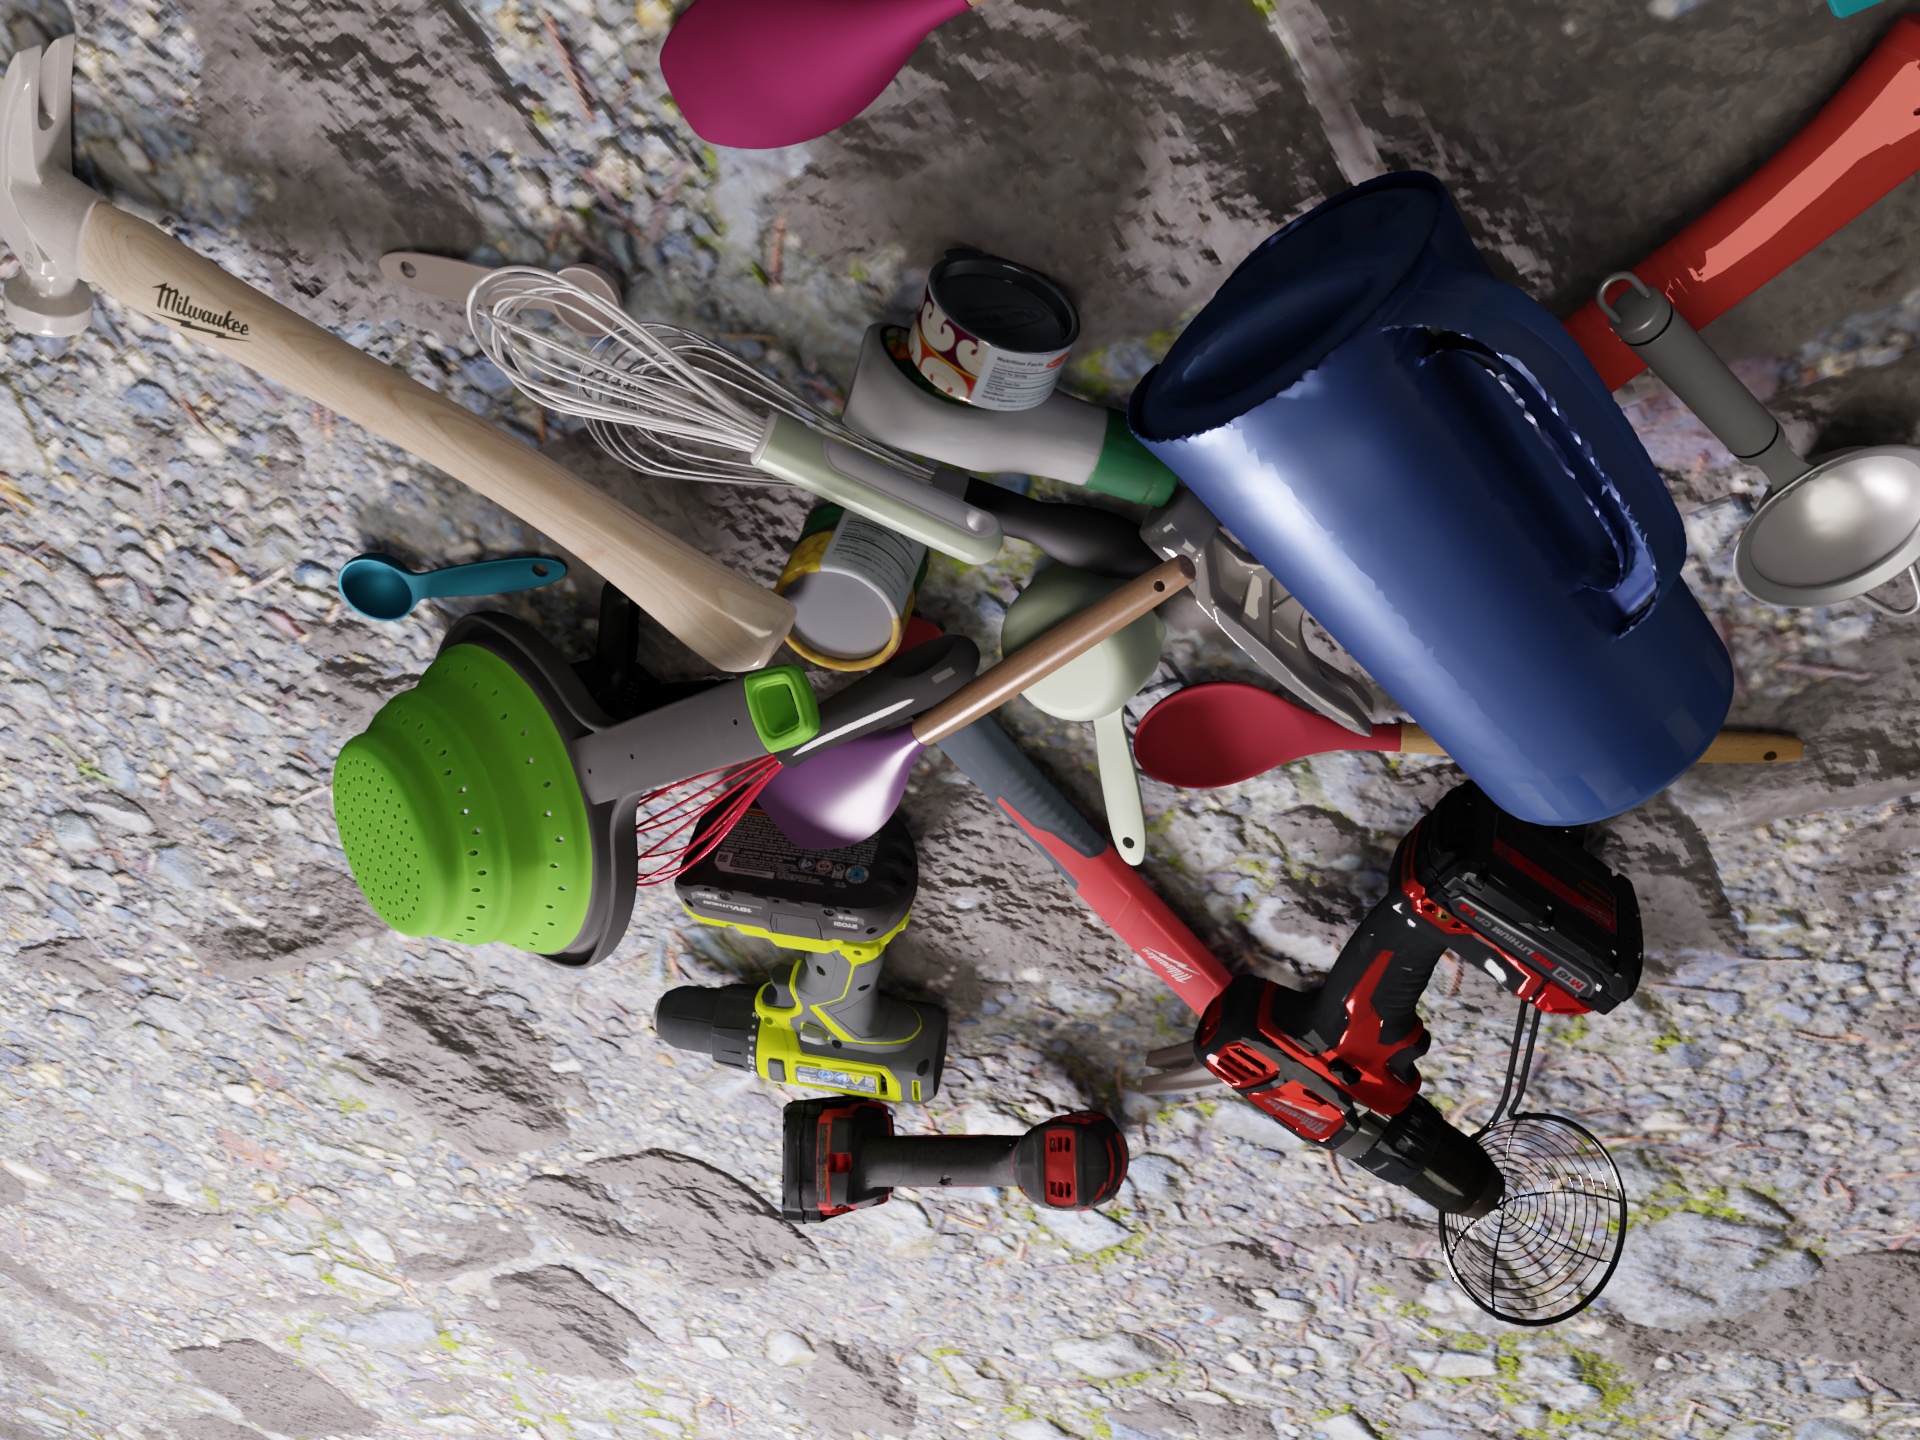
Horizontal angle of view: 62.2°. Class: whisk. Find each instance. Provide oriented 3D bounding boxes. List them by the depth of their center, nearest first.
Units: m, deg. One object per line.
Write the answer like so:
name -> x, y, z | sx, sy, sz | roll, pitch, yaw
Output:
whisk -> -0.090, -0.124, 0.675 | 0.246, 0.058, 0.059 | 23, 137, -17
whisk -> -0.038, -0.113, 0.734 | 0.284, 0.070, 0.070 | 17, 134, -6
whisk -> -0.105, 0.021, 0.829 | 0.296, 0.073, 0.073 | -26, 121, 32

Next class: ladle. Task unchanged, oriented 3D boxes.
ladle -> 0.244, 0.009, 0.786 | 0.315, 0.031, 0.069 | 2, 130, 12

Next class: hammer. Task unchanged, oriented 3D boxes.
hammer -> 0.245, -0.130, 0.639 | 0.149, 0.037, 0.359 | 40, 128, -15
hammer -> -0.256, -0.149, 0.731 | 0.410, 0.038, 0.146 | 30, 132, -1
hammer -> 0.061, 0.086, 0.901 | 0.143, 0.038, 0.386 | -24, 122, 34

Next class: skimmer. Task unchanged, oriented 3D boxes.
skimmer -> 0.337, 0.204, 0.897 | 0.127, 0.090, 0.362 | -18, 130, -12

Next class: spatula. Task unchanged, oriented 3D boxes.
spatula -> -0.001, -0.003, 0.790 | 0.316, 0.018, 0.059 | -33, 100, 41

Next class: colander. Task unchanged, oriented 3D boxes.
colander -> -0.215, 0.035, 0.788 | 0.397, 0.094, 0.204 | -16, 93, 48

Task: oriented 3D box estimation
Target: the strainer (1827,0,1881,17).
strainer -> 0.150, -0.347, 0.435 | 0.340, 0.095, 0.210 | 19, 131, 1

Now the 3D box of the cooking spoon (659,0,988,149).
cooking spoon -> 0.025, -0.279, 0.584 | 0.319, 0.017, 0.068 | -11, 129, 25

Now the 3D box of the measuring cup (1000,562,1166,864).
measuring cup -> 0.065, 0.005, 0.787 | 0.083, 0.038, 0.167 | 0, 114, 32

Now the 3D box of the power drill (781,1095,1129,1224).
power drill -> 0.002, 0.291, 1.058 | 0.219, 0.078, 0.143 | -4, 168, 15

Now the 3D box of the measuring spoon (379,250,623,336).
measuring spoon -> -0.209, -0.202, 0.728 | 0.124, 0.018, 0.034 | 13, 135, 13

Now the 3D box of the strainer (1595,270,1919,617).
strainer -> 0.308, -0.106, 0.609 | 0.258, 0.050, 0.087 | 25, 129, -38

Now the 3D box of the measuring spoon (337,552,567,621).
measuring spoon -> -0.272, -0.080, 0.858 | 0.128, 0.021, 0.042 | -5, 130, 8

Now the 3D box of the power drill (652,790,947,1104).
power drill -> -0.106, 0.149, 0.980 | 0.190, 0.080, 0.228 | 7, 136, 7

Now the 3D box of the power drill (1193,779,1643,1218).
power drill -> 0.253, 0.160, 0.832 | 0.188, 0.080, 0.226 | 34, 127, -1
